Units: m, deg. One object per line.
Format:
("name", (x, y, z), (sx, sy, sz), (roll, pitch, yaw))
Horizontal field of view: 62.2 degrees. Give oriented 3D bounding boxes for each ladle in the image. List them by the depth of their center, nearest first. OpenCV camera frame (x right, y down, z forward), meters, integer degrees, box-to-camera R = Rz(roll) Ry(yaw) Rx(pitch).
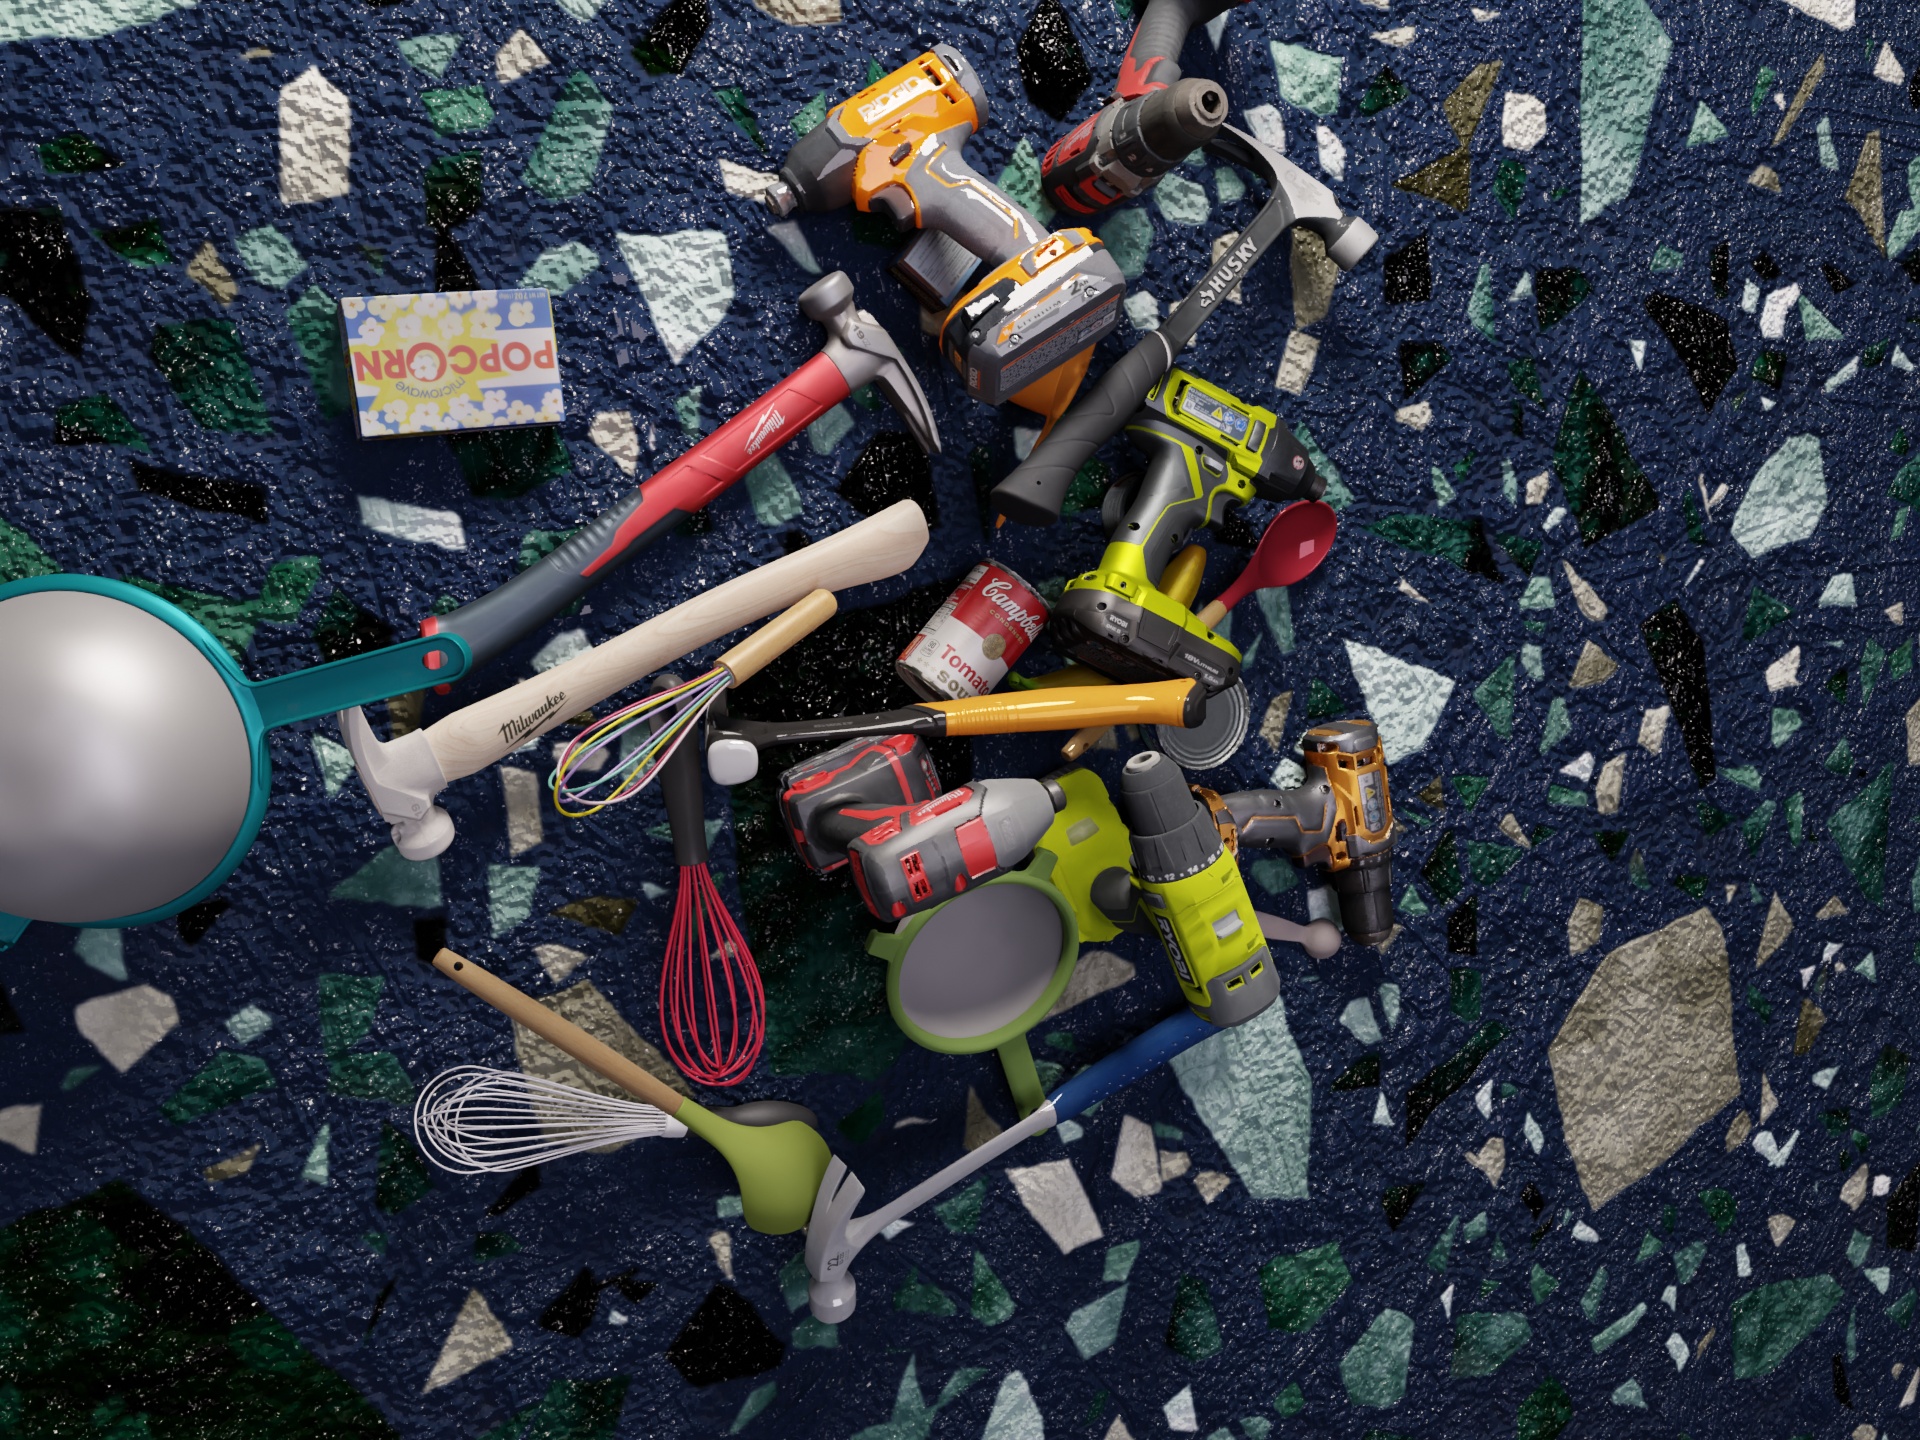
("ladle", (-0.214, 0.243, 1.057), (0.320, 0.062, 0.078), (38, 63, -17))
("ladle", (0.183, -0.069, 1.211), (0.315, 0.031, 0.069), (-42, 130, -25))

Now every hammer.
("hammer", (-0.200, -0.058, 1.046), (0.410, 0.038, 0.146), (-29, 137, -21))
("hammer", (-0.189, -0.134, 1.066), (0.386, 0.038, 0.143), (-40, 111, -14))
("hammer", (-0.002, -0.003, 1.068), (0.337, 0.127, 0.034), (-4, 109, -7))
("hammer", (0.146, -0.276, 1.121), (0.149, 0.036, 0.409), (42, 62, -3))
("hammer", (0.059, 0.293, 1.178), (0.405, 0.035, 0.144), (-24, 135, -30))

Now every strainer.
("strainer", (-0.443, 0.013, 0.877), (0.340, 0.095, 0.211), (-15, 103, 3))
("strainer", (0.020, 0.206, 1.191), (0.151, 0.069, 0.256), (-26, 123, -13))

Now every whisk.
("whisk", (-0.166, -0.016, 1.015), (0.245, 0.051, 0.047), (-40, 115, -35))
("whisk", (-0.178, 0.112, 1.073), (0.073, 0.073, 0.295), (-11, 106, -22))
("whisk", (-0.228, 0.273, 1.091), (0.284, 0.070, 0.070), (8, 93, -29))

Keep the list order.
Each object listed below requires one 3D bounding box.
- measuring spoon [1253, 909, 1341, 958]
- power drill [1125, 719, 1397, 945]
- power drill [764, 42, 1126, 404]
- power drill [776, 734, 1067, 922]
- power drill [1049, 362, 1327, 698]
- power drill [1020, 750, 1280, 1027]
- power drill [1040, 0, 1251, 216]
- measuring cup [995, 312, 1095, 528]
("measuring spoon", (0.265, 0.173, 1.308), (0.124, 0.018, 0.034), (15, 91, -23))
("power drill", (0.253, 0.112, 1.263), (0.226, 0.084, 0.185), (-16, 101, -26))
("power drill", (-0.014, -0.325, 1.056), (0.164, 0.084, 0.226), (-34, 78, -9))
("power drill", (-0.030, 0.064, 1.057), (0.143, 0.220, 0.078), (-24, 105, -19))
("power drill", (0.168, -0.132, 1.151), (0.171, 0.080, 0.223), (25, 75, -15))
("power drill", (0.121, 0.100, 1.122), (0.080, 0.229, 0.190), (-28, 107, -18))
("power drill", (0.152, -0.463, 1.095), (0.080, 0.188, 0.227), (29, 80, -23))
("measuring cup", (0.043, -0.226, 1.137), (0.052, 0.095, 0.173), (26, 99, 9))
